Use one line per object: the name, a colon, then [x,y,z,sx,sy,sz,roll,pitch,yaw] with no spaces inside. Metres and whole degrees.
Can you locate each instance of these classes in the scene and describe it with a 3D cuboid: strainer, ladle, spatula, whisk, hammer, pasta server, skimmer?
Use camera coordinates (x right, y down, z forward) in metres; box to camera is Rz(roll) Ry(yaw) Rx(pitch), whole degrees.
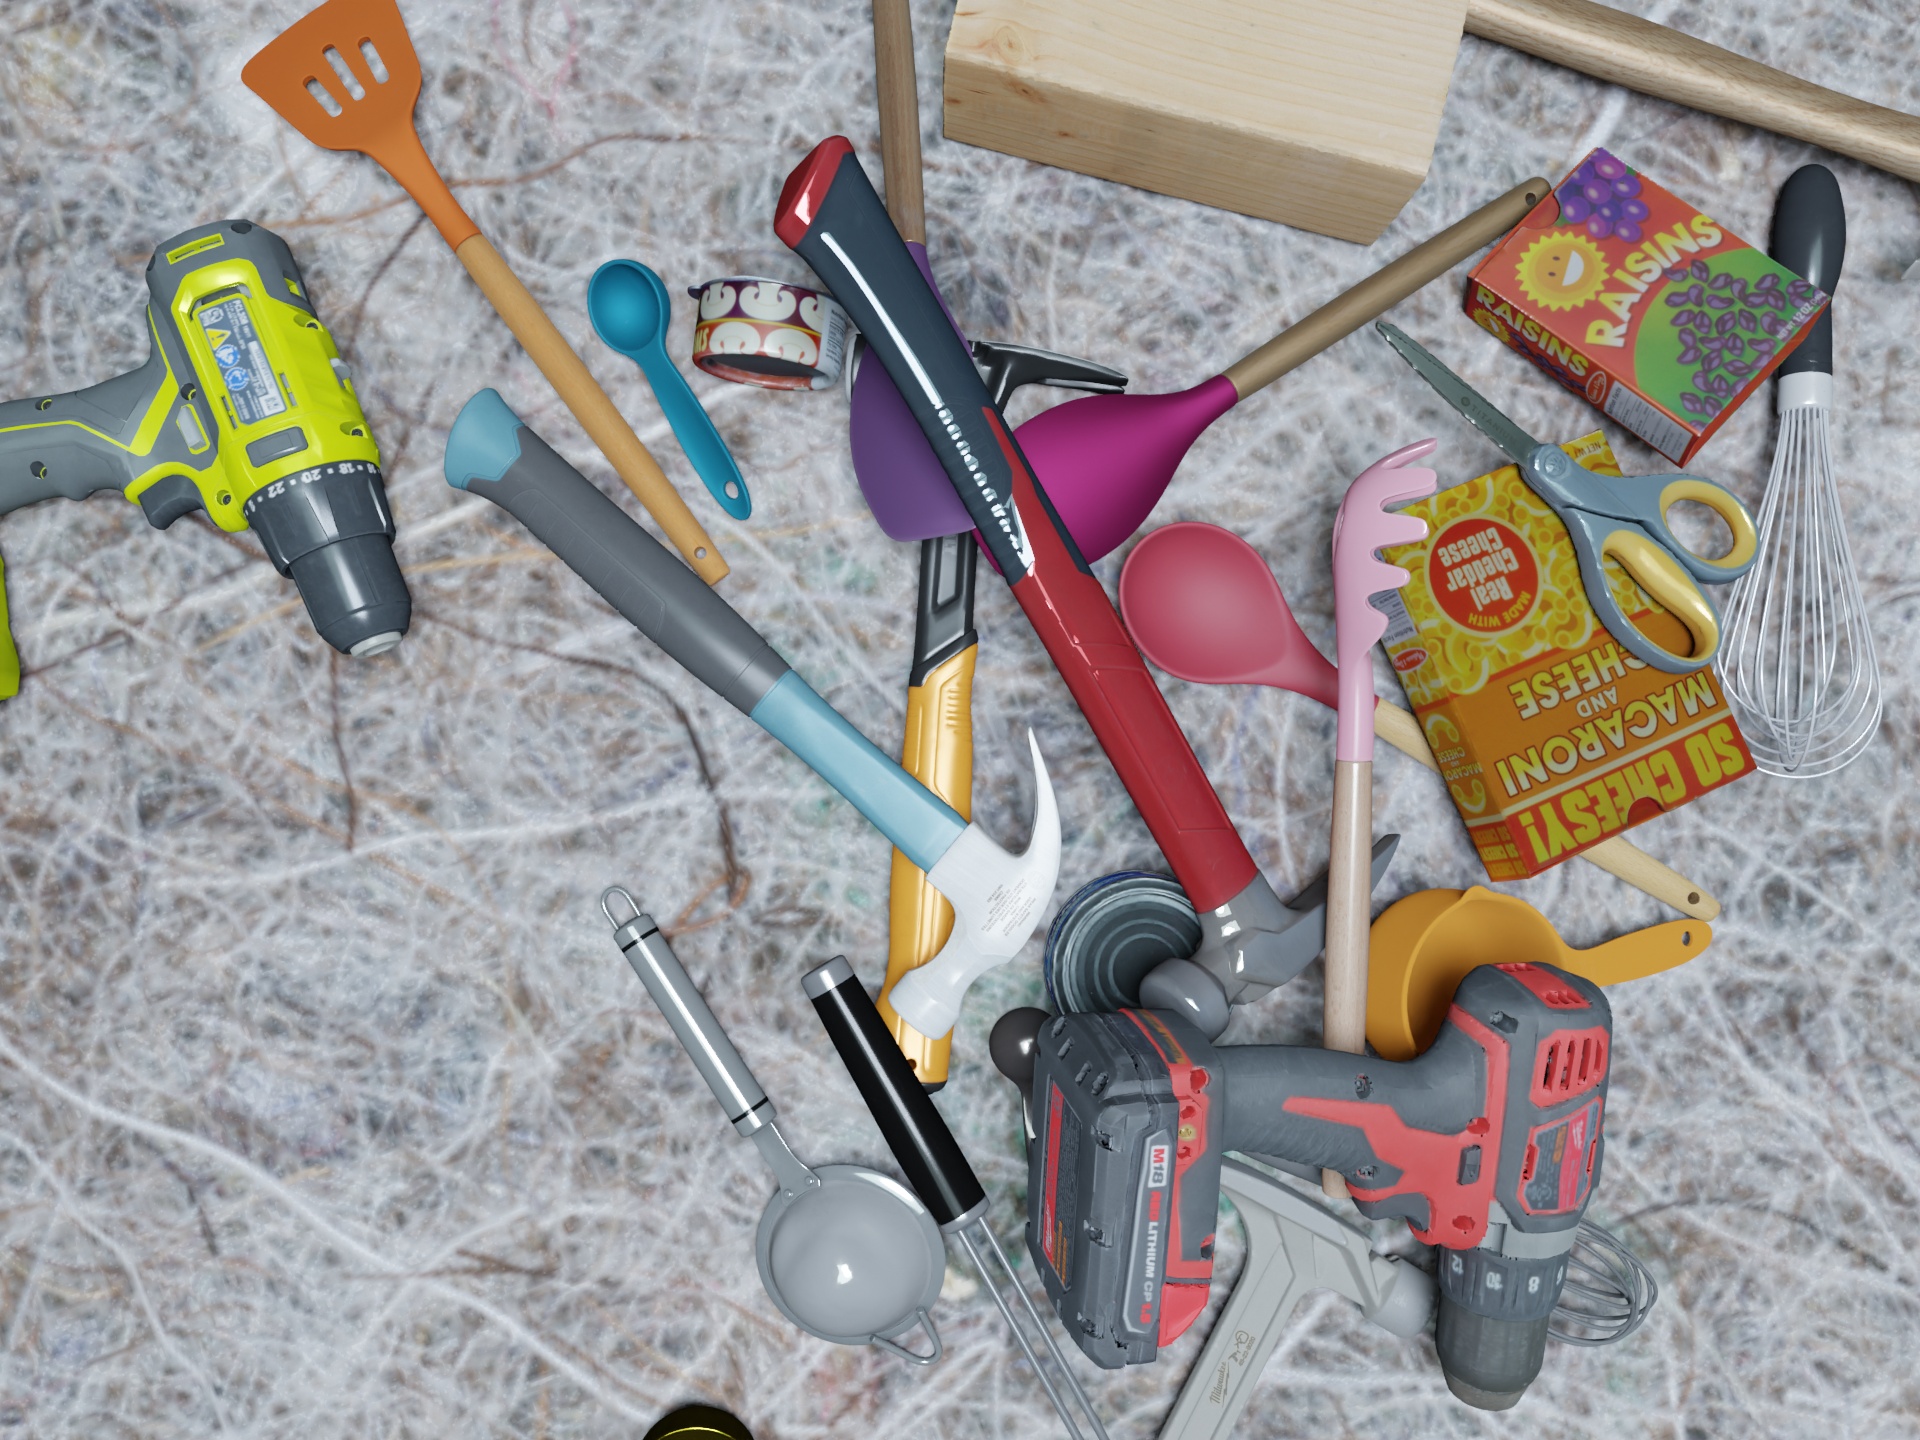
strainer: [-0.088,0.183,0.702,0.087,0.050,0.258,-35,86,12]
ladle: [0.209,0.007,0.721,0.315,0.031,0.069,31,91,-2]
spatula: [-0.027,-0.231,0.704,0.060,0.018,0.316,-7,79,15]
whisk: [0.381,-0.115,0.717,0.070,0.070,0.285,6,84,-1]
spatula: [-0.205,-0.194,0.720,0.081,0.041,0.322,-37,93,-2]
hammer: [0.049,-0.064,0.656,0.143,0.038,0.386,-35,100,-29]
hammer: [0.335,-0.288,0.717,0.331,0.031,0.130,21,61,4]
hammer: [0.065,0.368,0.699,0.149,0.036,0.359,28,87,0]
hammer: [-0.092,-0.020,0.680,0.331,0.033,0.128,41,90,2]
hammer: [-0.001,-0.002,0.712,0.127,0.034,0.337,5,88,0]
whisk: [0.194,0.211,0.706,0.239,0.055,0.055,25,88,4]
pasta server: [0.169,0.044,0.657,0.040,0.060,0.316,3,95,17]
skimmer: [0.044,0.252,0.641,0.127,0.090,0.363,-29,86,-27]

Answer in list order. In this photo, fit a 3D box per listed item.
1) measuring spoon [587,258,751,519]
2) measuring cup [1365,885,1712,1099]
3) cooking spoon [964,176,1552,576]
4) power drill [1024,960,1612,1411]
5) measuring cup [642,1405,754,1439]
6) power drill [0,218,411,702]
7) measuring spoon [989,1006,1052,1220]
measuring spoon: [-0.125,-0.150,0.723,0.042,0.021,0.128,-24,99,34]
measuring cup: [0.254,0.110,0.711,0.173,0.052,0.095,-10,93,-22]
cooking spoon: [0.139,-0.161,0.708,0.319,0.017,0.068,-33,104,-11]
power drill: [0.145,0.192,0.623,0.226,0.080,0.188,-1,104,-14]
measuring cup: [-0.095,0.373,0.706,0.062,0.029,0.156,-26,101,-2]
power drill: [-0.363,-0.088,0.686,0.228,0.080,0.190,-22,88,-5]
measuring spoon: [0.039,0.191,0.713,0.034,0.018,0.124,-11,89,-2]
